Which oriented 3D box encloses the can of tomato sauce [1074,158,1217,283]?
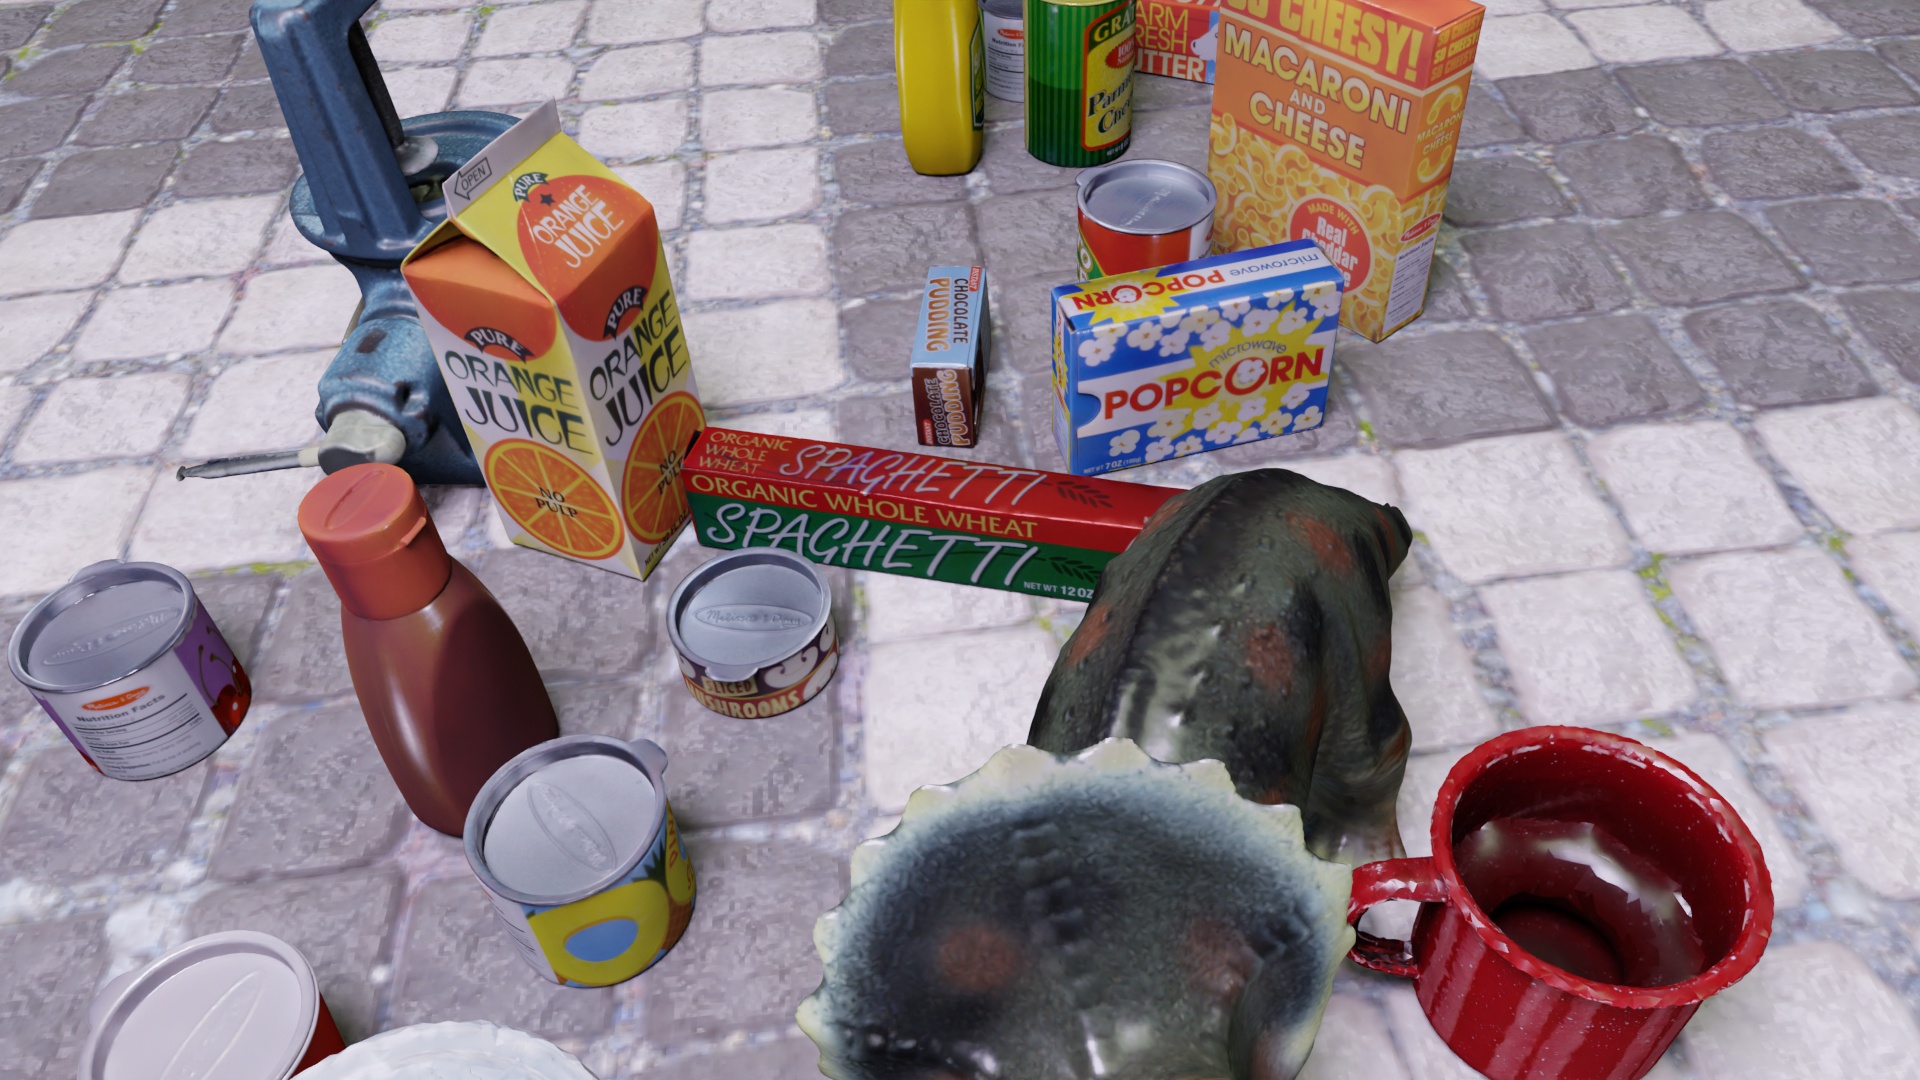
[{"bbox_3d":[0.088,-0.136,0.687,0.071,0.082,0.071,-2,45,2],"label":"can of tomato sauce"}]

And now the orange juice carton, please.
[{"bbox_3d":[-0.163,-0.080,0.572,0.073,0.191,0.072,14,48,18],"label":"orange juice carton"}]

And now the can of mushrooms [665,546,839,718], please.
[{"bbox_3d":[-0.084,0.039,0.560,0.071,0.033,0.071,-2,45,2],"label":"can of mushrooms"}]

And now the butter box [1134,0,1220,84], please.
[{"bbox_3d":[0.147,-0.325,0.893,0.103,0.052,0.024,17,49,20],"label":"butter box"}]

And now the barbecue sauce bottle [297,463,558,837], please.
[{"bbox_3d":[-0.185,0.039,0.486,0.044,0.147,0.065,12,47,15],"label":"barbecue sauce bottle"}]

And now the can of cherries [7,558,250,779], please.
[{"bbox_3d":[-0.325,0.050,0.549,0.071,0.058,0.072,-2,45,2],"label":"can of cherries"}]

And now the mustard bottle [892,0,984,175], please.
[{"bbox_3d":[-0.013,-0.291,0.795,0.049,0.159,0.066,2,45,7],"label":"mustard bottle"}]

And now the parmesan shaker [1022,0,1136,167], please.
[{"bbox_3d":[0.071,-0.283,0.822,0.071,0.102,0.072,-2,45,2],"label":"parmesan shaker"}]

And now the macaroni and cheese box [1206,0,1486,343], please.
[{"bbox_3d":[0.180,-0.198,0.684,0.040,0.165,0.124,-32,51,-25],"label":"macaroni and cheese box"}]

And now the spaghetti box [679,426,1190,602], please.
[{"bbox_3d":[0.002,-0.007,0.588,0.250,0.050,0.029,8,46,12],"label":"spaghetti box"}]

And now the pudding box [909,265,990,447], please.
[{"bbox_3d":[-0.004,-0.090,0.672,0.030,0.049,0.084,2,45,6],"label":"pudding box"}]

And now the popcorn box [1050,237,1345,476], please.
[{"bbox_3d":[0.105,-0.082,0.631,0.127,0.084,0.038,-12,46,-8],"label":"popcorn box"}]

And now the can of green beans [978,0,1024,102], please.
[{"bbox_3d":[0.045,-0.324,0.897,0.071,0.057,0.071,-2,45,2],"label":"can of green beans"}]

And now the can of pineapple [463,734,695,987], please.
[{"bbox_3d":[-0.126,0.109,0.476,0.071,0.057,0.071,-2,45,2],"label":"can of pineapple"}]

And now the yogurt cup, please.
[{"bbox_3d":[-0.225,0.164,0.430,0.072,0.053,0.073,-2,45,2],"label":"yogurt cup"}]
